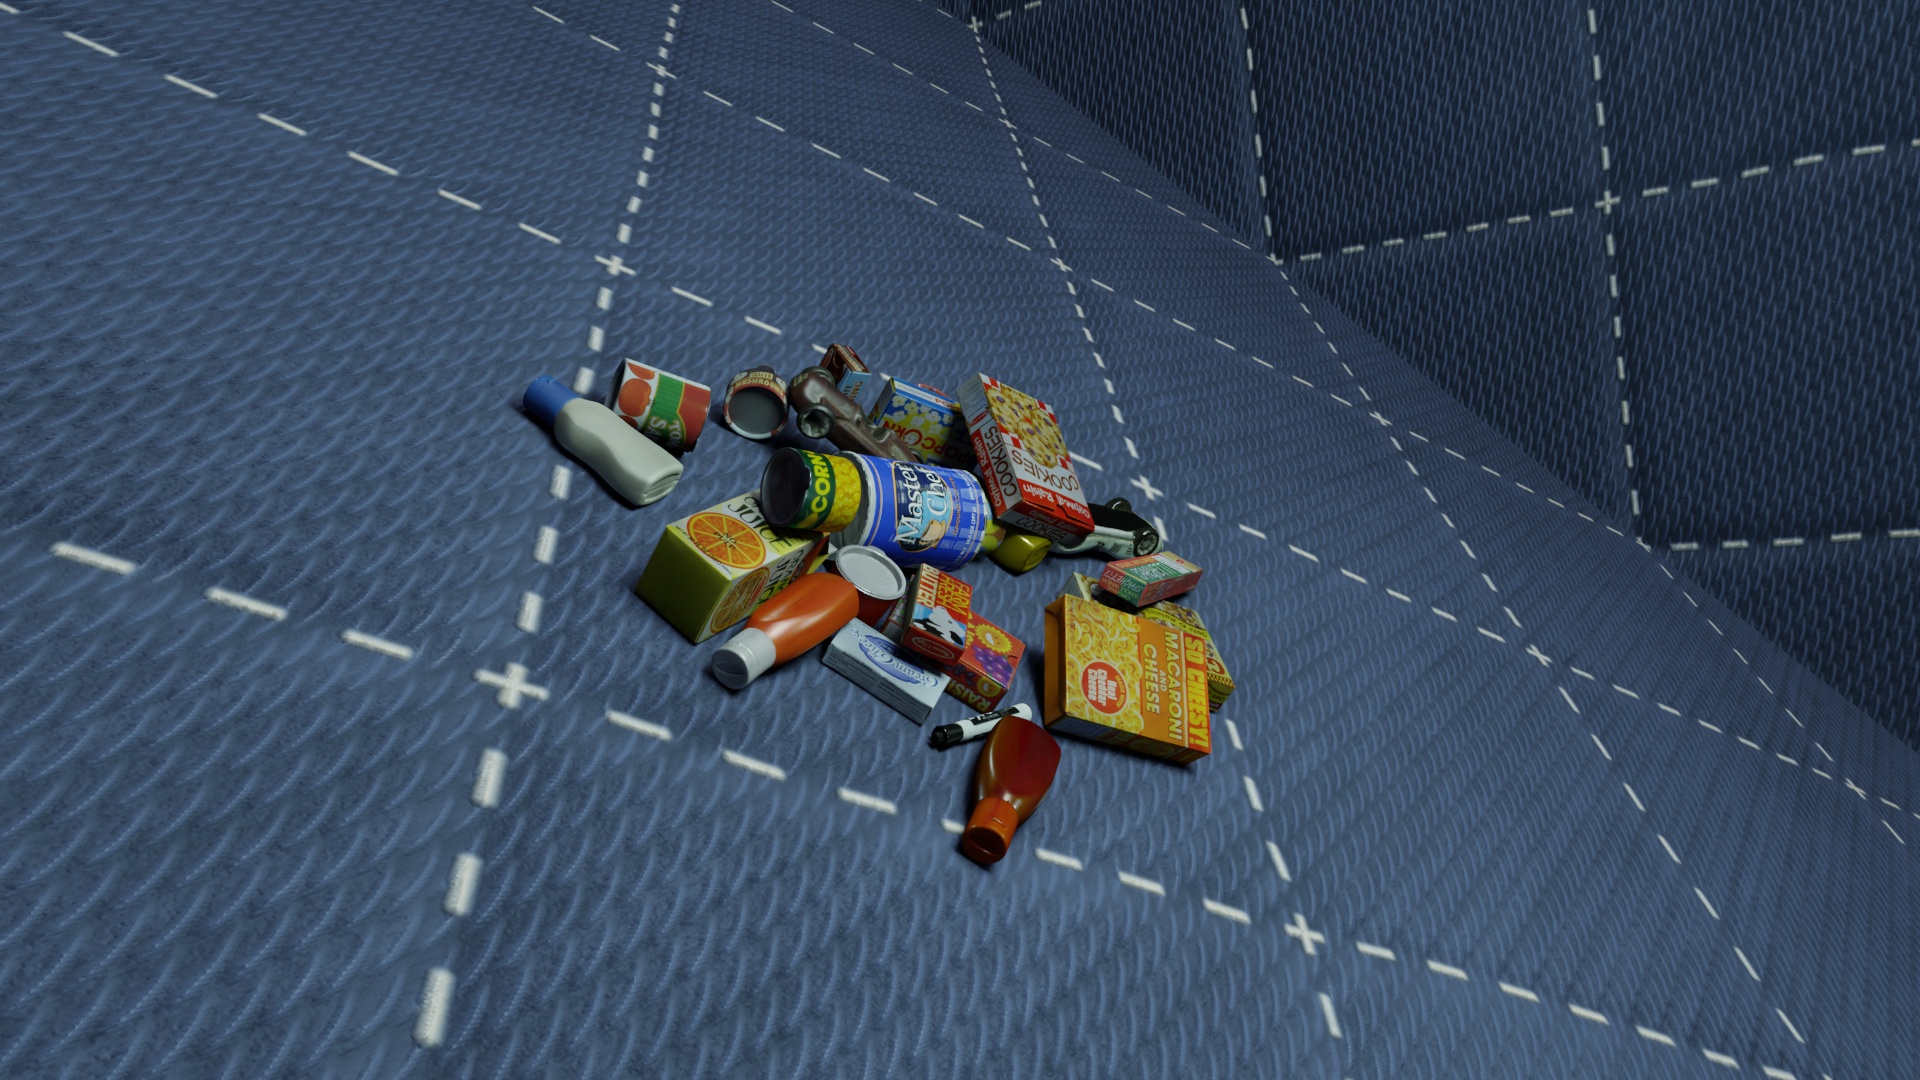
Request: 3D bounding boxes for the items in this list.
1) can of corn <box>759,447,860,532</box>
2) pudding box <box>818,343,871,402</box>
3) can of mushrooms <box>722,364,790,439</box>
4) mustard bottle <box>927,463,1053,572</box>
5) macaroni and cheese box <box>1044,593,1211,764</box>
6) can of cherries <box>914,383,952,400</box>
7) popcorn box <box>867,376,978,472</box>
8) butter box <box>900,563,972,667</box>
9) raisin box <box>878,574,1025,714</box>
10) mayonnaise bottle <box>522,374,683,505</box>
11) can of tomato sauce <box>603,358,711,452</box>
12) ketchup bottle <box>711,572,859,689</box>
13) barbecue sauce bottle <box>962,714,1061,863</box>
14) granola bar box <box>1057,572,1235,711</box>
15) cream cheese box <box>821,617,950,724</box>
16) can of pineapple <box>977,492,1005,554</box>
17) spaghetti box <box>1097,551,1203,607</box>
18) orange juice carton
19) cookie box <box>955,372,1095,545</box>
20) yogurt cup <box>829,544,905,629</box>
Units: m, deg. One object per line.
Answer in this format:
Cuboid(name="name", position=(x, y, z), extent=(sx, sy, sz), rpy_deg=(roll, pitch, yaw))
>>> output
Cuboid(name="can of corn", position=(-0.123, -0.042, 1.160), extent=(0.058, 0.071, 0.071), rpy_deg=(8, 37, -42))
Cuboid(name="pudding box", position=(-0.134, -0.161, 1.477), extent=(0.030, 0.083, 0.050), rpy_deg=(2, 40, -45))
Cuboid(name="can of mushrooms", position=(-0.202, -0.138, 1.386), extent=(0.071, 0.070, 0.034), rpy_deg=(24, 31, -17))
Cuboid(name="mustard bottle", position=(0.023, -0.033, 1.471), extent=(0.160, 0.048, 0.065), rpy_deg=(41, 28, 15))
Cuboid(name="macaroni and cheese box", position=(0.157, 0.132, 1.310), extent=(0.166, 0.040, 0.124), rpy_deg=(18, 56, -26))
Cuboid(name="can of cherries", position=(-0.043, -0.135, 1.555), extent=(0.071, 0.058, 0.072), rpy_deg=(25, 29, -15))
Cuboid(name="popcorn box", position=(-0.037, -0.115, 1.501), extent=(0.127, 0.085, 0.038), rpy_deg=(20, 30, -22))
Cuboid(name="butter box", position=(-0.020, 0.064, 1.217), extent=(0.053, 0.024, 0.104), rpy_deg=(26, 29, -10))
Cuboid(name="raisin box", position=(-0.009, 0.093, 1.251), extent=(0.123, 0.040, 0.086), rpy_deg=(32, 27, -3))
Cuboid(name="mayonnaise bottle", position=(-0.319, -0.090, 1.226), extent=(0.148, 0.041, 0.065), rpy_deg=(36, 27, 9))
Cuboid(name="can of tomato sauce", position=(-0.283, -0.124, 1.290), extent=(0.083, 0.071, 0.071), rpy_deg=(18, 31, -24))
Cuboid(name="ketchup bottle", position=(-0.145, 0.072, 1.132), extent=(0.065, 0.043, 0.149), rpy_deg=(7, 24, 26))
Cuboid(name="barbecue sauce bottle", position=(0.038, 0.202, 1.123), extent=(0.065, 0.043, 0.149), rpy_deg=(33, 29, 0))
Cuboid(name="granola bar box", position=(0.190, 0.105, 1.433), extent=(0.165, 0.039, 0.125), rpy_deg=(18, 31, -26))
Cuboid(name="cream cheese box", position=(-0.063, 0.110, 1.185), extent=(0.104, 0.024, 0.053), rpy_deg=(32, 29, 0))
Cuboid(name="can of pineapple", position=(0.005, -0.018, 1.407), extent=(0.058, 0.070, 0.071), rpy_deg=(-3, 44, -48))
Cuboid(name="spaghetti box", position=(0.209, 0.039, 1.501), extent=(0.050, 0.028, 0.250), rpy_deg=(28, 12, 19))
Cuboid(name="orange juice carton", position=(-0.178, 0.011, 1.174), extent=(0.072, 0.072, 0.193), rpy_deg=(39, 28, 12))
Cuboid(name="cookie box", position=(0.069, -0.085, 1.458), extent=(0.123, 0.040, 0.168), rpy_deg=(19, 44, -45))
Cuboid(name="yogurt cup", position=(-0.090, 0.045, 1.228), extent=(0.072, 0.053, 0.073), rpy_deg=(25, 29, -15))
